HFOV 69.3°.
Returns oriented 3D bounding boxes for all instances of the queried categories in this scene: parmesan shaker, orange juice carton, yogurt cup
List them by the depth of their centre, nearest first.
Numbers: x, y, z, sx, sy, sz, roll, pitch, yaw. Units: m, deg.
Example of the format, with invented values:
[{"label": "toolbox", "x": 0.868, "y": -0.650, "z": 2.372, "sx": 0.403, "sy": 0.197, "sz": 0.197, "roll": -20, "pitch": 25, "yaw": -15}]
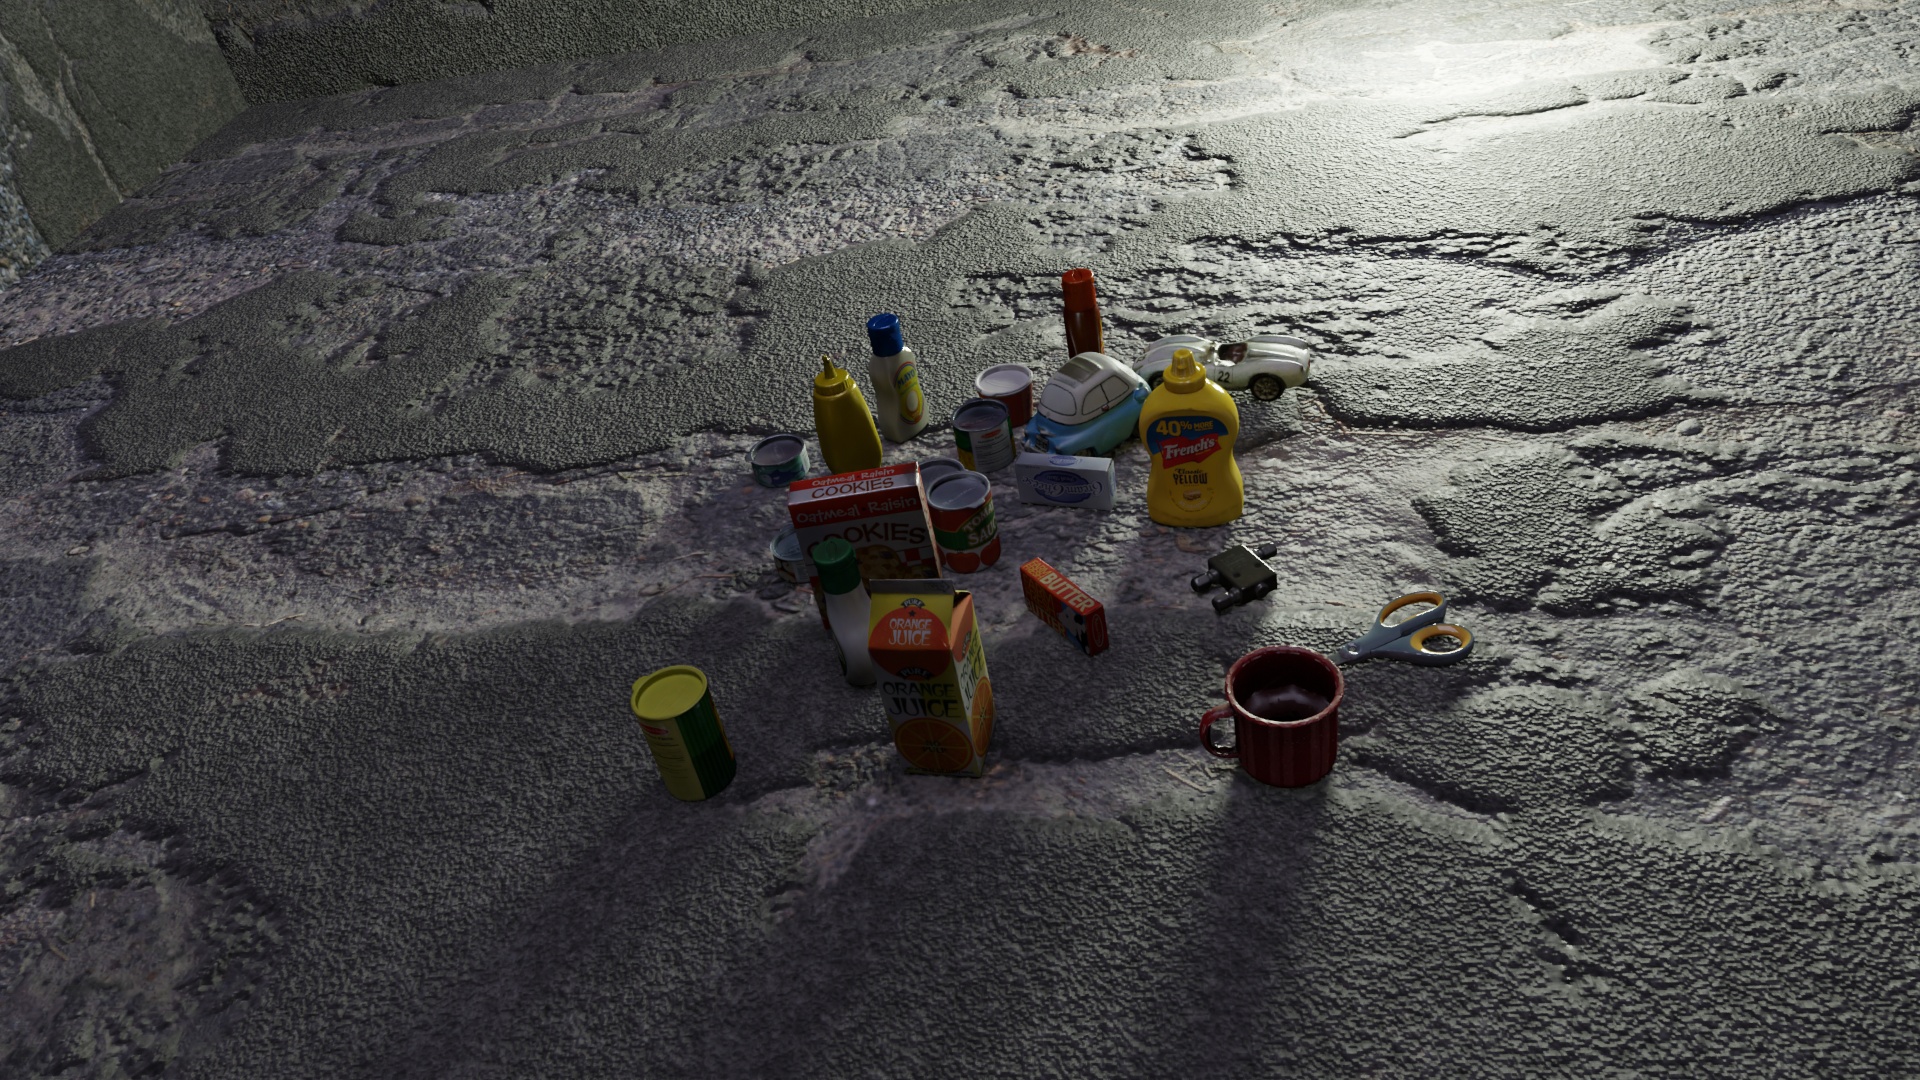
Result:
[{"label": "orange juice carton", "x": -0.024, "y": 0.106, "z": 1.160, "sx": 0.072, "sy": 0.191, "sz": 0.073, "roll": 1, "pitch": 38, "yaw": 16}, {"label": "parmesan shaker", "x": -0.242, "y": 0.168, "z": 1.213, "sx": 0.071, "sy": 0.102, "sz": 0.072, "roll": -8, "pitch": 37, "yaw": 6}, {"label": "yogurt cup", "x": 0.054, "y": -0.167, "z": 1.614, "sx": 0.072, "sy": 0.053, "sz": 0.073, "roll": -8, "pitch": 37, "yaw": 6}]

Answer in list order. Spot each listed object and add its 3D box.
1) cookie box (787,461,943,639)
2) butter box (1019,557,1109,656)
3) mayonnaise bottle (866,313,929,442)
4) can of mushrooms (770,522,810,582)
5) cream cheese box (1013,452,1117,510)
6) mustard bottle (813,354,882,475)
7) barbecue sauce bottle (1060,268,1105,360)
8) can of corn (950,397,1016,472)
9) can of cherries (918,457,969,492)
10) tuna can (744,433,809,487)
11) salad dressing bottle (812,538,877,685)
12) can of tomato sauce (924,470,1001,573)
[{"label": "cookie box", "x": -0.085, "y": 0.011, "z": 1.323, "sx": 0.123, "sy": 0.166, "sz": 0.040, "roll": -9, "pitch": 37, "yaw": 4}, {"label": "butter box", "x": 0.096, "y": 0.061, "z": 1.302, "sx": 0.024, "sy": 0.052, "sz": 0.104, "roll": -29, "pitch": 40, "yaw": -21}, {"label": "mayonnaise bottle", "x": -0.076, "y": -0.188, "z": 1.600, "sx": 0.041, "sy": 0.147, "sz": 0.065, "roll": 19, "pitch": 46, "yaw": 35}, {"label": "can of mushrooms", "x": -0.164, "y": 0.011, "z": 1.456, "sx": 0.071, "sy": 0.033, "sz": 0.071, "roll": -8, "pitch": 37, "yaw": 6}, {"label": "cream cheese box", "x": 0.111, "y": -0.062, "z": 1.461, "sx": 0.104, "sy": 0.053, "sz": 0.024, "roll": 6, "pitch": 40, "yaw": 22}, {"label": "mustard bottle", "x": -0.131, "y": -0.140, "z": 1.542, "sx": 0.065, "sy": 0.159, "sz": 0.049, "roll": -27, "pitch": 39, "yaw": -19}, {"label": "barbecue sauce bottle", "x": 0.143, "y": -0.241, "z": 1.609, "sx": 0.044, "sy": 0.147, "sz": 0.065, "roll": -10, "pitch": 36, "yaw": 3}, {"label": "can of corn", "x": 0.026, "y": -0.119, "z": 1.555, "sx": 0.071, "sy": 0.058, "sz": 0.071, "roll": -8, "pitch": 37, "yaw": 6}, {"label": "can of cherries", "x": -0.020, "y": -0.045, "z": 1.470, "sx": 0.071, "sy": 0.058, "sz": 0.072, "roll": -8, "pitch": 37, "yaw": 6}, {"label": "tuna can", "x": -0.211, "y": -0.092, "z": 1.606, "sx": 0.071, "sy": 0.032, "sz": 0.071, "roll": -8, "pitch": 37, "yaw": 6}, {"label": "salad dressing bottle", "x": -0.101, "y": 0.065, "z": 1.272, "sx": 0.044, "sy": 0.147, "sz": 0.064, "roll": -12, "pitch": 36, "yaw": 0}, {"label": "can of tomato sauce", "x": 0.005, "y": -0.018, "z": 1.407, "sx": 0.071, "sy": 0.082, "sz": 0.071, "roll": -8, "pitch": 37, "yaw": 6}]
